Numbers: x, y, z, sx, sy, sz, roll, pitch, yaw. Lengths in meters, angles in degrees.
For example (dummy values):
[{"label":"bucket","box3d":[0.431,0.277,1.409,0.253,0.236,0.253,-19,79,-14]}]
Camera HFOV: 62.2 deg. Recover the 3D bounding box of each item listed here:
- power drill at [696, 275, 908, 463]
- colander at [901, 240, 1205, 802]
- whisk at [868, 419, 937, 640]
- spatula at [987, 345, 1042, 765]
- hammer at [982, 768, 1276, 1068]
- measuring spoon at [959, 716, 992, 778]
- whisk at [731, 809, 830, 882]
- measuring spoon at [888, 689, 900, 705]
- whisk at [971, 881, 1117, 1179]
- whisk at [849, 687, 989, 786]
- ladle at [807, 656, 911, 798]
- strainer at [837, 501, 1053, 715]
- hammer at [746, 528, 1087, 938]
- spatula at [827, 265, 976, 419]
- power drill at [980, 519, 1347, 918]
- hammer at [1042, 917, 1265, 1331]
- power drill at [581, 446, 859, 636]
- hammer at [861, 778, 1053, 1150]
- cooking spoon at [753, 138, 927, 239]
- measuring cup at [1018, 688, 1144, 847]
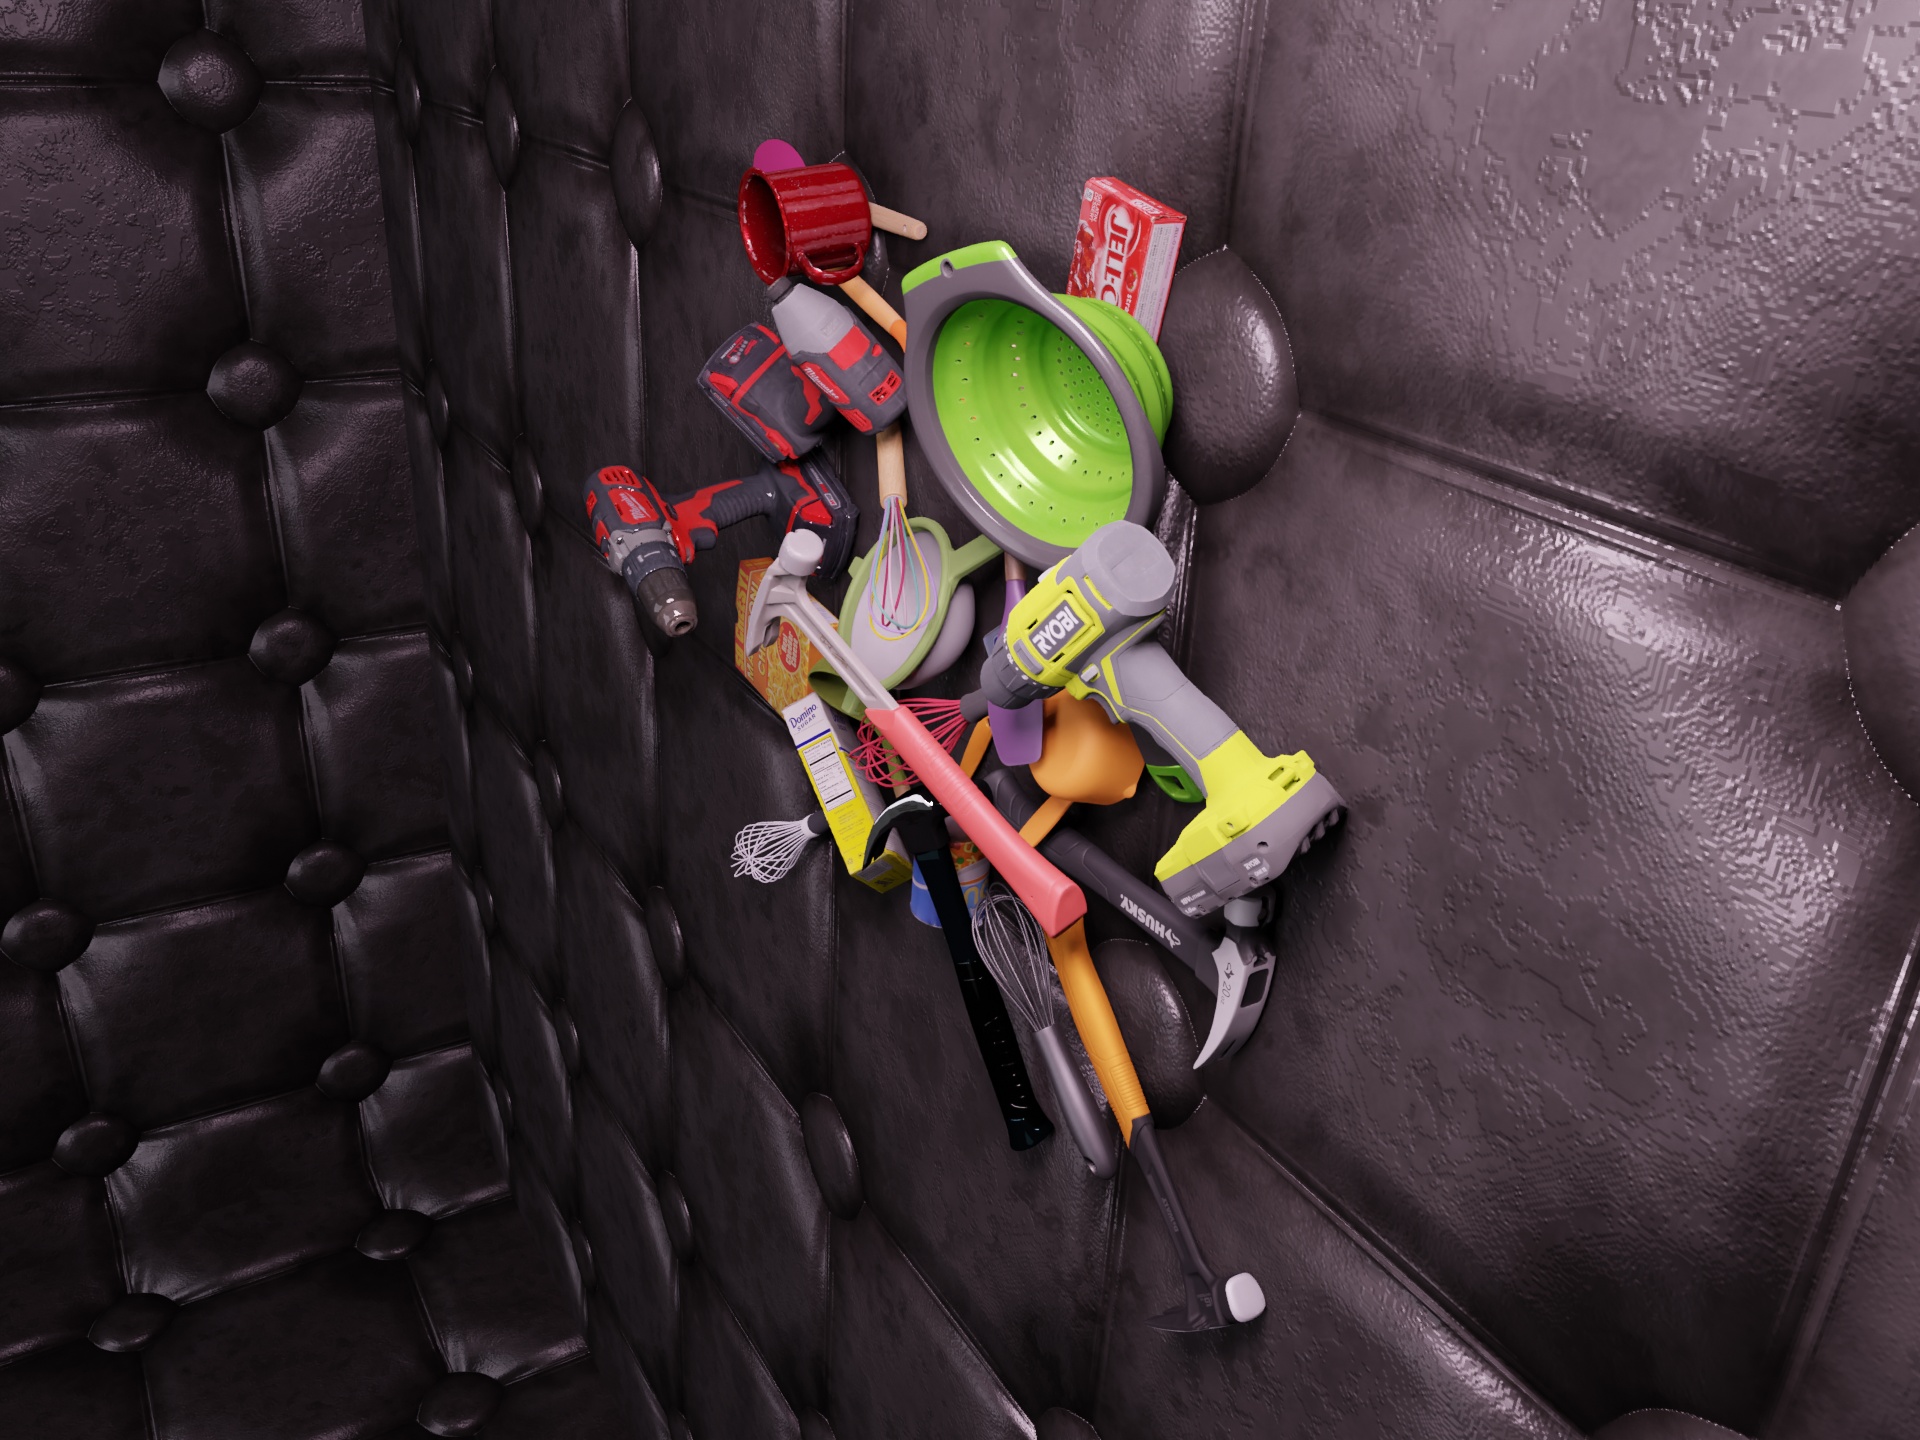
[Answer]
[{"label":"power drill","box3d":[-0.136,-0.295,1.340,0.143,0.078,0.220,46,162,-20]},{"label":"colander","box3d":[0.100,-0.132,1.041,0.204,0.094,0.396,1,122,52]},{"label":"whisk","box3d":[-0.056,-0.158,1.273,0.047,0.051,0.245,-46,37,39]},{"label":"spatula","box3d":[0.039,-0.125,1.148,0.060,0.018,0.316,-7,80,51]},{"label":"hammer","box3d":[0.108,0.122,1.176,0.335,0.035,0.146,35,129,51]},{"label":"measuring spoon","box3d":[0.013,0.032,1.338,0.021,0.011,0.116,57,141,32]},{"label":"whisk","box3d":[-0.164,0.115,1.640,0.284,0.070,0.070,-29,75,55]},{"label":"measuring spoon","box3d":[-0.053,-0.033,1.426,0.034,0.018,0.124,53,150,42]},{"label":"whisk","box3d":[0.068,0.236,1.216,0.055,0.055,0.239,-41,69,58]},{"label":"whisk","box3d":[-0.002,-0.004,1.244,0.296,0.073,0.073,-25,79,54]},{"label":"ladle","box3d":[-0.054,0.088,1.416,0.320,0.062,0.078,69,156,6]},{"label":"strainer","box3d":[0.001,-0.103,1.262,0.256,0.069,0.152,-29,51,42]},{"label":"hammer","box3d":[-0.037,0.023,1.210,0.359,0.037,0.149,49,145,15]},{"label":"spatula","box3d":[-0.053,-0.330,1.301,0.323,0.041,0.081,52,143,44]},{"label":"power drill","box3d":[0.114,0.006,0.999,0.228,0.080,0.190,52,147,4]},{"label":"hammer","box3d":[0.126,0.294,1.213,0.127,0.034,0.337,-44,63,56]},{"label":"power drill","box3d":[-0.207,-0.161,1.423,0.188,0.226,0.080,58,146,32]},{"label":"hammer","box3d":[0.012,0.208,1.311,0.128,0.033,0.331,-10,106,32]},{"label":"cooking spoon","box3d":[-0.113,-0.447,1.363,0.319,0.017,0.068,38,130,49]},{"label":"measuring cup","box3d":[0.066,0.043,1.158,0.173,0.052,0.095,-53,44,35]}]
